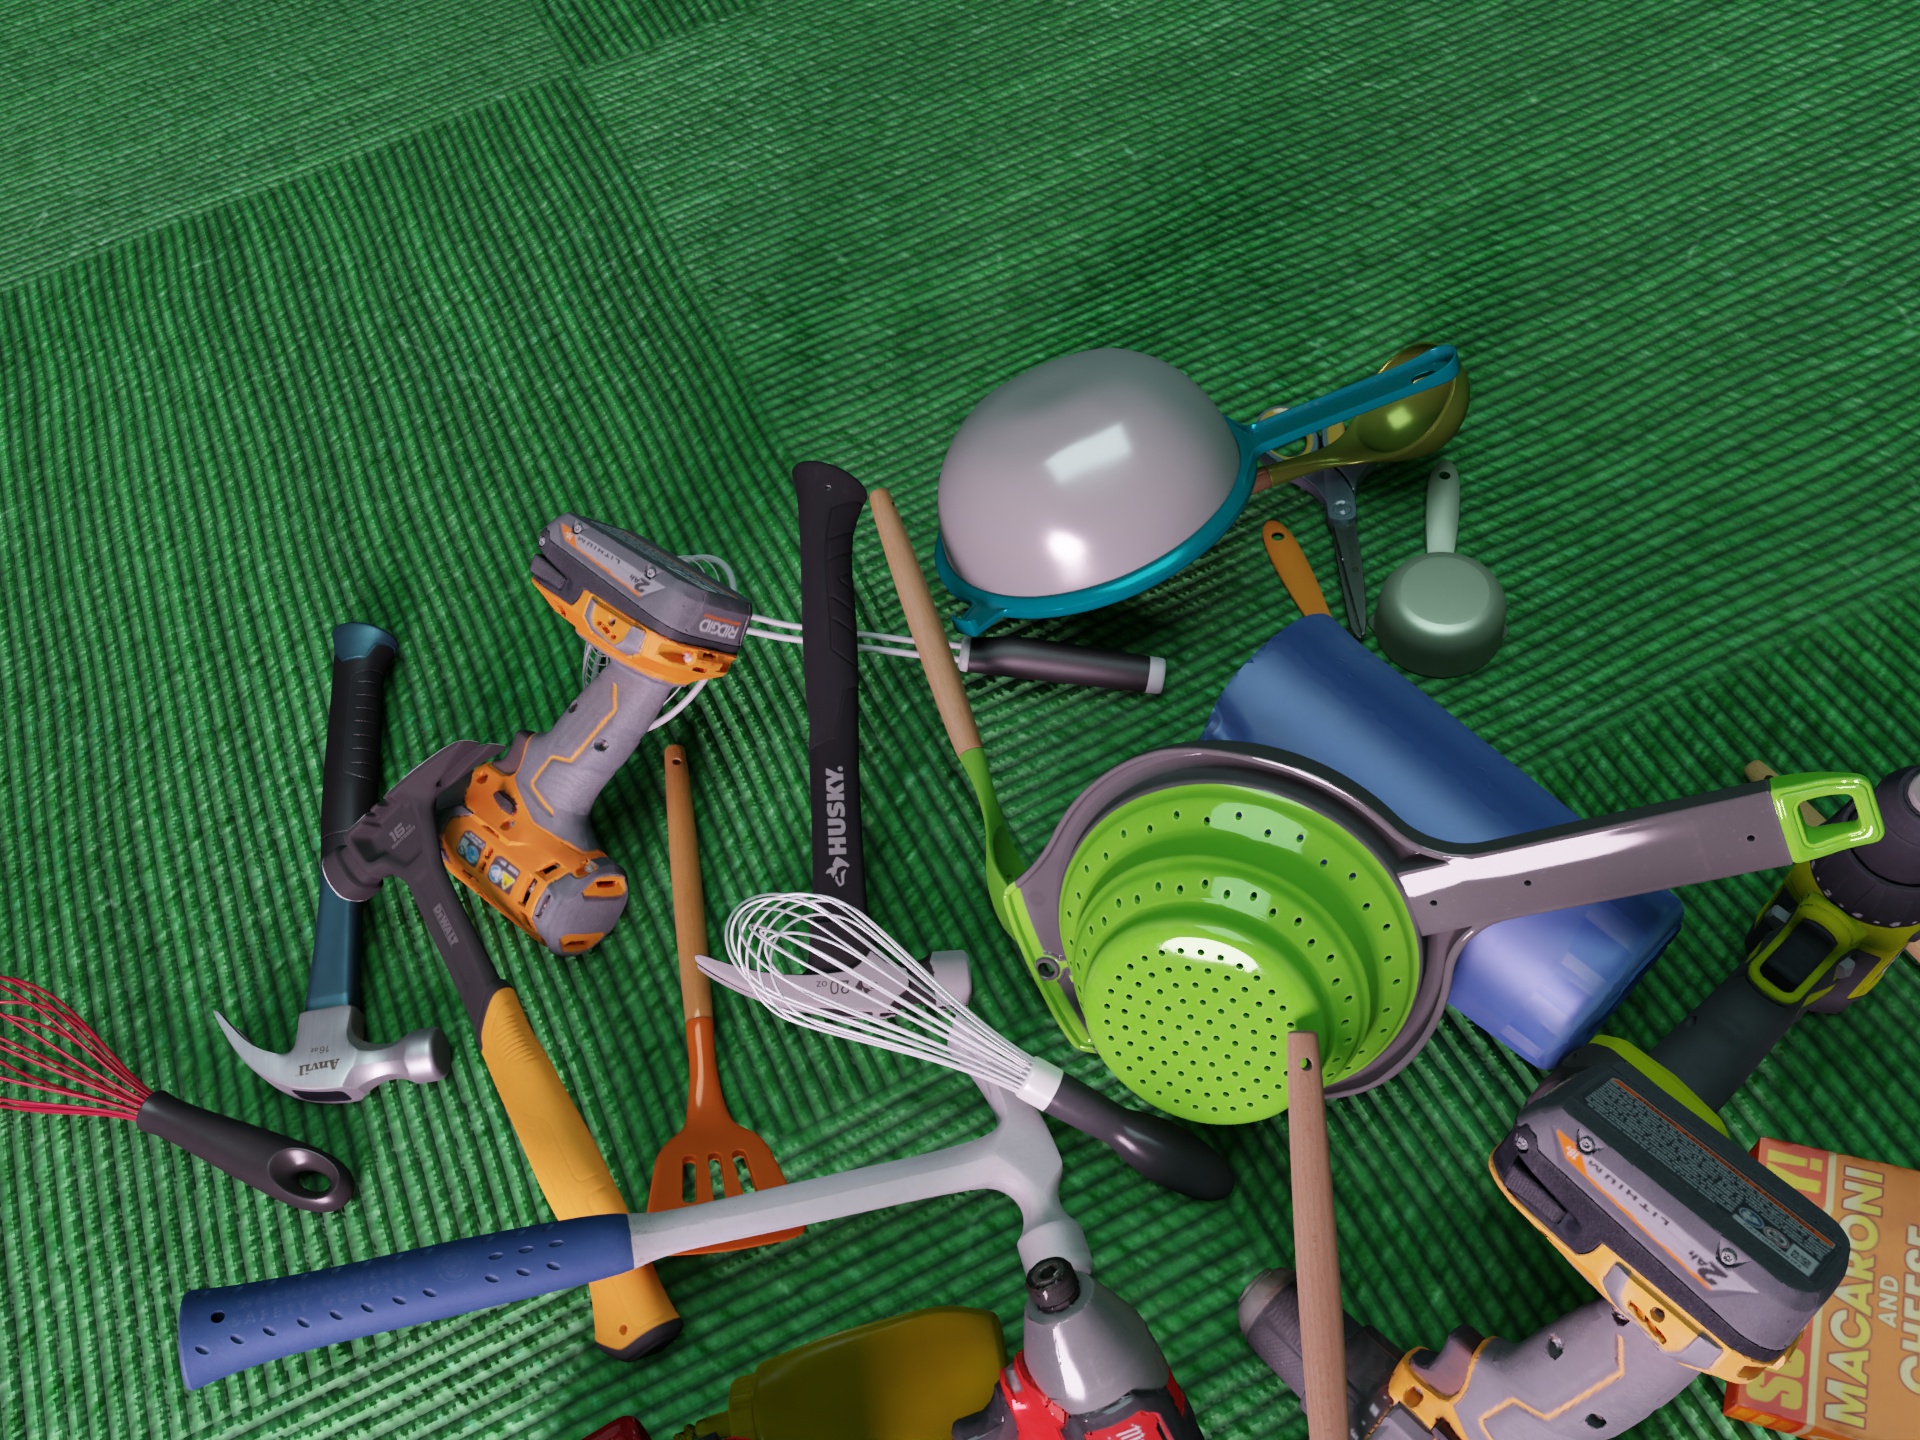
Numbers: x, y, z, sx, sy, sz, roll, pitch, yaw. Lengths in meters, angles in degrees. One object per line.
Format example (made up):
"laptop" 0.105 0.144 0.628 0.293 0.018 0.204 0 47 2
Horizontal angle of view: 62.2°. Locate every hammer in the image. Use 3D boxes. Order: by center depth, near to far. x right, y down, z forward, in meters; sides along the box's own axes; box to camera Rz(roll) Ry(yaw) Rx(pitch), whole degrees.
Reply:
"hammer" -0.147 0.239 0.755 0.405 0.035 0.144 -7 52 -17
"hammer" -0.228 0.171 0.834 0.127 0.034 0.337 -40 67 17
"hammer" -0.078 0.003 0.909 0.146 0.035 0.335 -2 69 -6
"hammer" -0.372 0.074 0.967 0.128 0.033 0.331 -11 55 0

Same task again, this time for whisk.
"whisk" 0.011 0.164 0.790 0.284 0.070 0.070 29 63 -1
"whisk" -0.462 0.208 0.880 0.296 0.073 0.073 18 61 13

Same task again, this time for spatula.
"spatula" 0.155 0.289 0.661 0.060 0.018 0.316 -3 83 0
"spatula" -0.145 0.141 0.880 0.081 0.041 0.323 -3 53 -14

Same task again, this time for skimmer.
"skimmer" -0.058 -0.035 0.993 0.363 0.090 0.127 7 62 1

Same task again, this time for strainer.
"strainer" 0.127 -0.185 0.962 0.340 0.095 0.211 -20 37 12

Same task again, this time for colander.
"colander" 0.190 0.098 0.706 0.397 0.204 0.094 -17 17 29

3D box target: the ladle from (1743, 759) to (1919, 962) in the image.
"ladle" 0.504 0.136 0.792 0.069 0.031 0.316 -32 55 2

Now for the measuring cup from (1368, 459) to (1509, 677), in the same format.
"measuring cup" 0.297 -0.105 0.977 0.083 0.038 0.168 5 60 12

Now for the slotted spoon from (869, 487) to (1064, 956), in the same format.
"slotted spoon" -0.001 -0.003 0.913 0.031 0.070 0.314 -26 66 14

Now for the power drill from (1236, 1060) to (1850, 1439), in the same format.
"power drill" 0.225 0.249 0.662 0.084 0.226 0.185 -9 39 -47

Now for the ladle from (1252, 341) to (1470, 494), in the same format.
"ladle" 0.167 -0.154 1.008 0.320 0.062 0.078 -21 43 4

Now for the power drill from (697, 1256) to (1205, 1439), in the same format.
"power drill" -0.008 0.323 0.673 0.219 0.143 0.079 -25 17 -3

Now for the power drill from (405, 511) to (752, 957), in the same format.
"power drill" -0.232 0.000 0.921 0.164 0.084 0.226 30 98 25

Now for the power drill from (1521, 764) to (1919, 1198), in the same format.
"power drill" 0.363 0.127 0.726 0.228 0.190 0.080 -40 61 -12

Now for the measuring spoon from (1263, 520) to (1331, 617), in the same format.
"measuring spoon" 0.215 -0.085 0.993 0.021 0.011 0.117 -17 56 -3
